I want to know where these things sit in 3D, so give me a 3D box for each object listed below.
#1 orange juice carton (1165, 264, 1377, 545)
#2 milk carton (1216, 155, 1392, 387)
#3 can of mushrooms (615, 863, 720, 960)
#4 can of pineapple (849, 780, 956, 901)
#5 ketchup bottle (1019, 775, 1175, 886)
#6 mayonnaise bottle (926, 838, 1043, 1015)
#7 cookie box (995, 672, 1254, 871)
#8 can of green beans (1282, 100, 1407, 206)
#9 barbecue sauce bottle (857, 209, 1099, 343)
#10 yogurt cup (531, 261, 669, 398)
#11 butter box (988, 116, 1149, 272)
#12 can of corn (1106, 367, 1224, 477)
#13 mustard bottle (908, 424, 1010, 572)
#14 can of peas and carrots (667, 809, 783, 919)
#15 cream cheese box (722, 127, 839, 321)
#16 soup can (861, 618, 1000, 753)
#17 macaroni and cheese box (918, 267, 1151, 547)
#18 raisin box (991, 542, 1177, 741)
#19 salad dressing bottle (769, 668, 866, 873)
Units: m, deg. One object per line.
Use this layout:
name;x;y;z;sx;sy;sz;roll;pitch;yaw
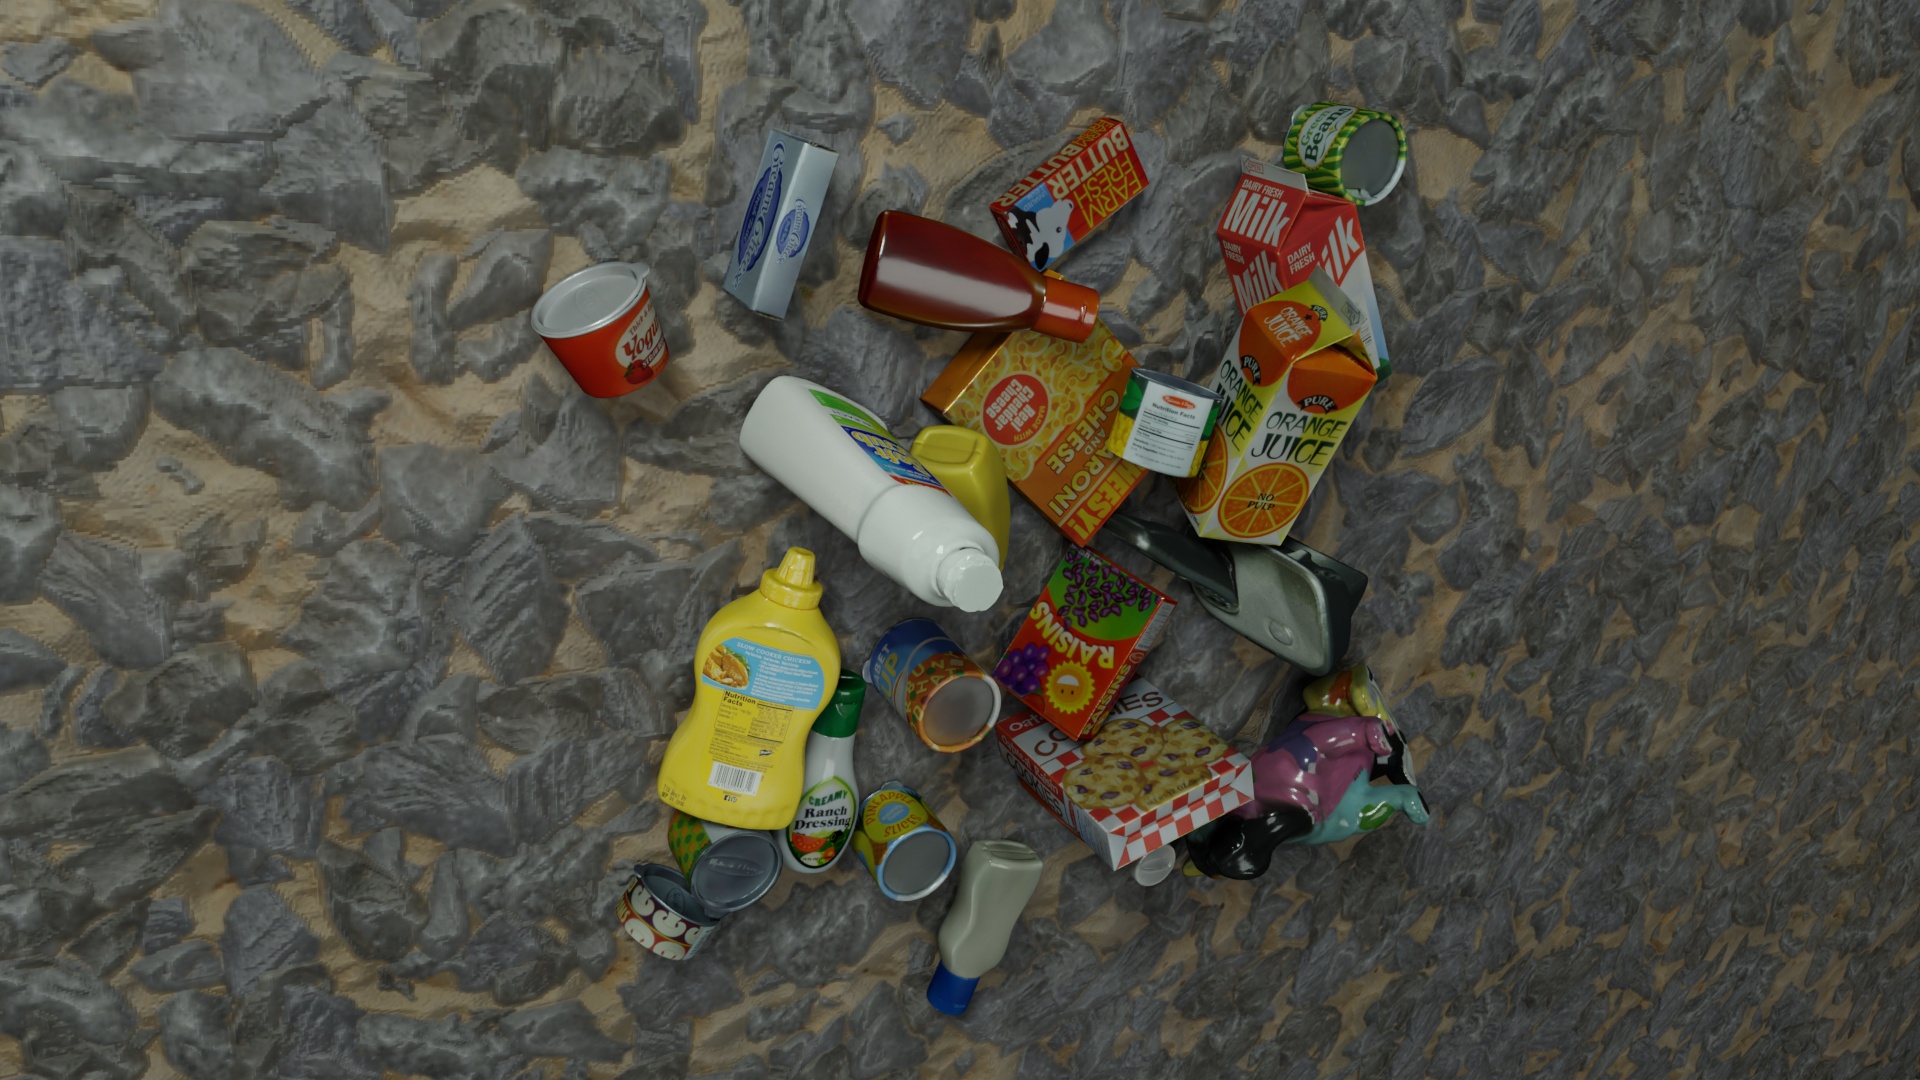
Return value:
orange juice carton;0.221;-0.093;0.968;0.073;0.072;0.191;5;128;-23
milk carton;0.248;-0.189;1.011;0.073;0.072;0.189;-34;126;-12
can of mushrooms;-0.205;0.256;0.963;0.071;0.071;0.033;33;95;-37
can of pineapple;-0.044;0.227;1.045;0.071;0.058;0.070;-12;118;-25
ketchup bottle;0.108;0.209;1.069;0.065;0.149;0.043;1;111;-30
mayonnaise bottle;0.014;0.315;1.133;0.065;0.041;0.147;13;106;-32
cookie box;0.119;0.165;1.044;0.123;0.168;0.040;-22;119;-19
can of green beans;0.275;-0.277;0.994;0.071;0.058;0.071;-13;118;-25
barbecue sauce bottle;0.013;-0.160;0.879;0.149;0.044;0.064;13;97;-15
yogurt cup;-0.201;-0.118;0.790;0.072;0.072;0.053;-32;133;-13
butter box;0.073;-0.229;0.920;0.103;0.024;0.053;-40;127;-8
can of corn;0.140;-0.081;0.954;0.071;0.071;0.058;8;108;-32
mustard bottle;0.003;-0.012;0.956;0.159;0.065;0.049;77;31;-51
can of peas and carrots;-0.166;0.218;0.970;0.071;0.059;0.070;-13;119;-24
cream cheese box;-0.108;-0.187;0.817;0.024;0.053;0.103;11;106;-35
soup can;-0.021;0.104;0.985;0.071;0.084;0.071;-13;118;-24
macaroni and cheese box;0.069;-0.091;0.973;0.124;0.040;0.166;-49;126;-2
raisin box;0.091;0.075;1.032;0.123;0.086;0.040;-59;155;6
salad dressing bottle;-0.099;0.164;0.993;0.064;0.044;0.147;2;111;-28
